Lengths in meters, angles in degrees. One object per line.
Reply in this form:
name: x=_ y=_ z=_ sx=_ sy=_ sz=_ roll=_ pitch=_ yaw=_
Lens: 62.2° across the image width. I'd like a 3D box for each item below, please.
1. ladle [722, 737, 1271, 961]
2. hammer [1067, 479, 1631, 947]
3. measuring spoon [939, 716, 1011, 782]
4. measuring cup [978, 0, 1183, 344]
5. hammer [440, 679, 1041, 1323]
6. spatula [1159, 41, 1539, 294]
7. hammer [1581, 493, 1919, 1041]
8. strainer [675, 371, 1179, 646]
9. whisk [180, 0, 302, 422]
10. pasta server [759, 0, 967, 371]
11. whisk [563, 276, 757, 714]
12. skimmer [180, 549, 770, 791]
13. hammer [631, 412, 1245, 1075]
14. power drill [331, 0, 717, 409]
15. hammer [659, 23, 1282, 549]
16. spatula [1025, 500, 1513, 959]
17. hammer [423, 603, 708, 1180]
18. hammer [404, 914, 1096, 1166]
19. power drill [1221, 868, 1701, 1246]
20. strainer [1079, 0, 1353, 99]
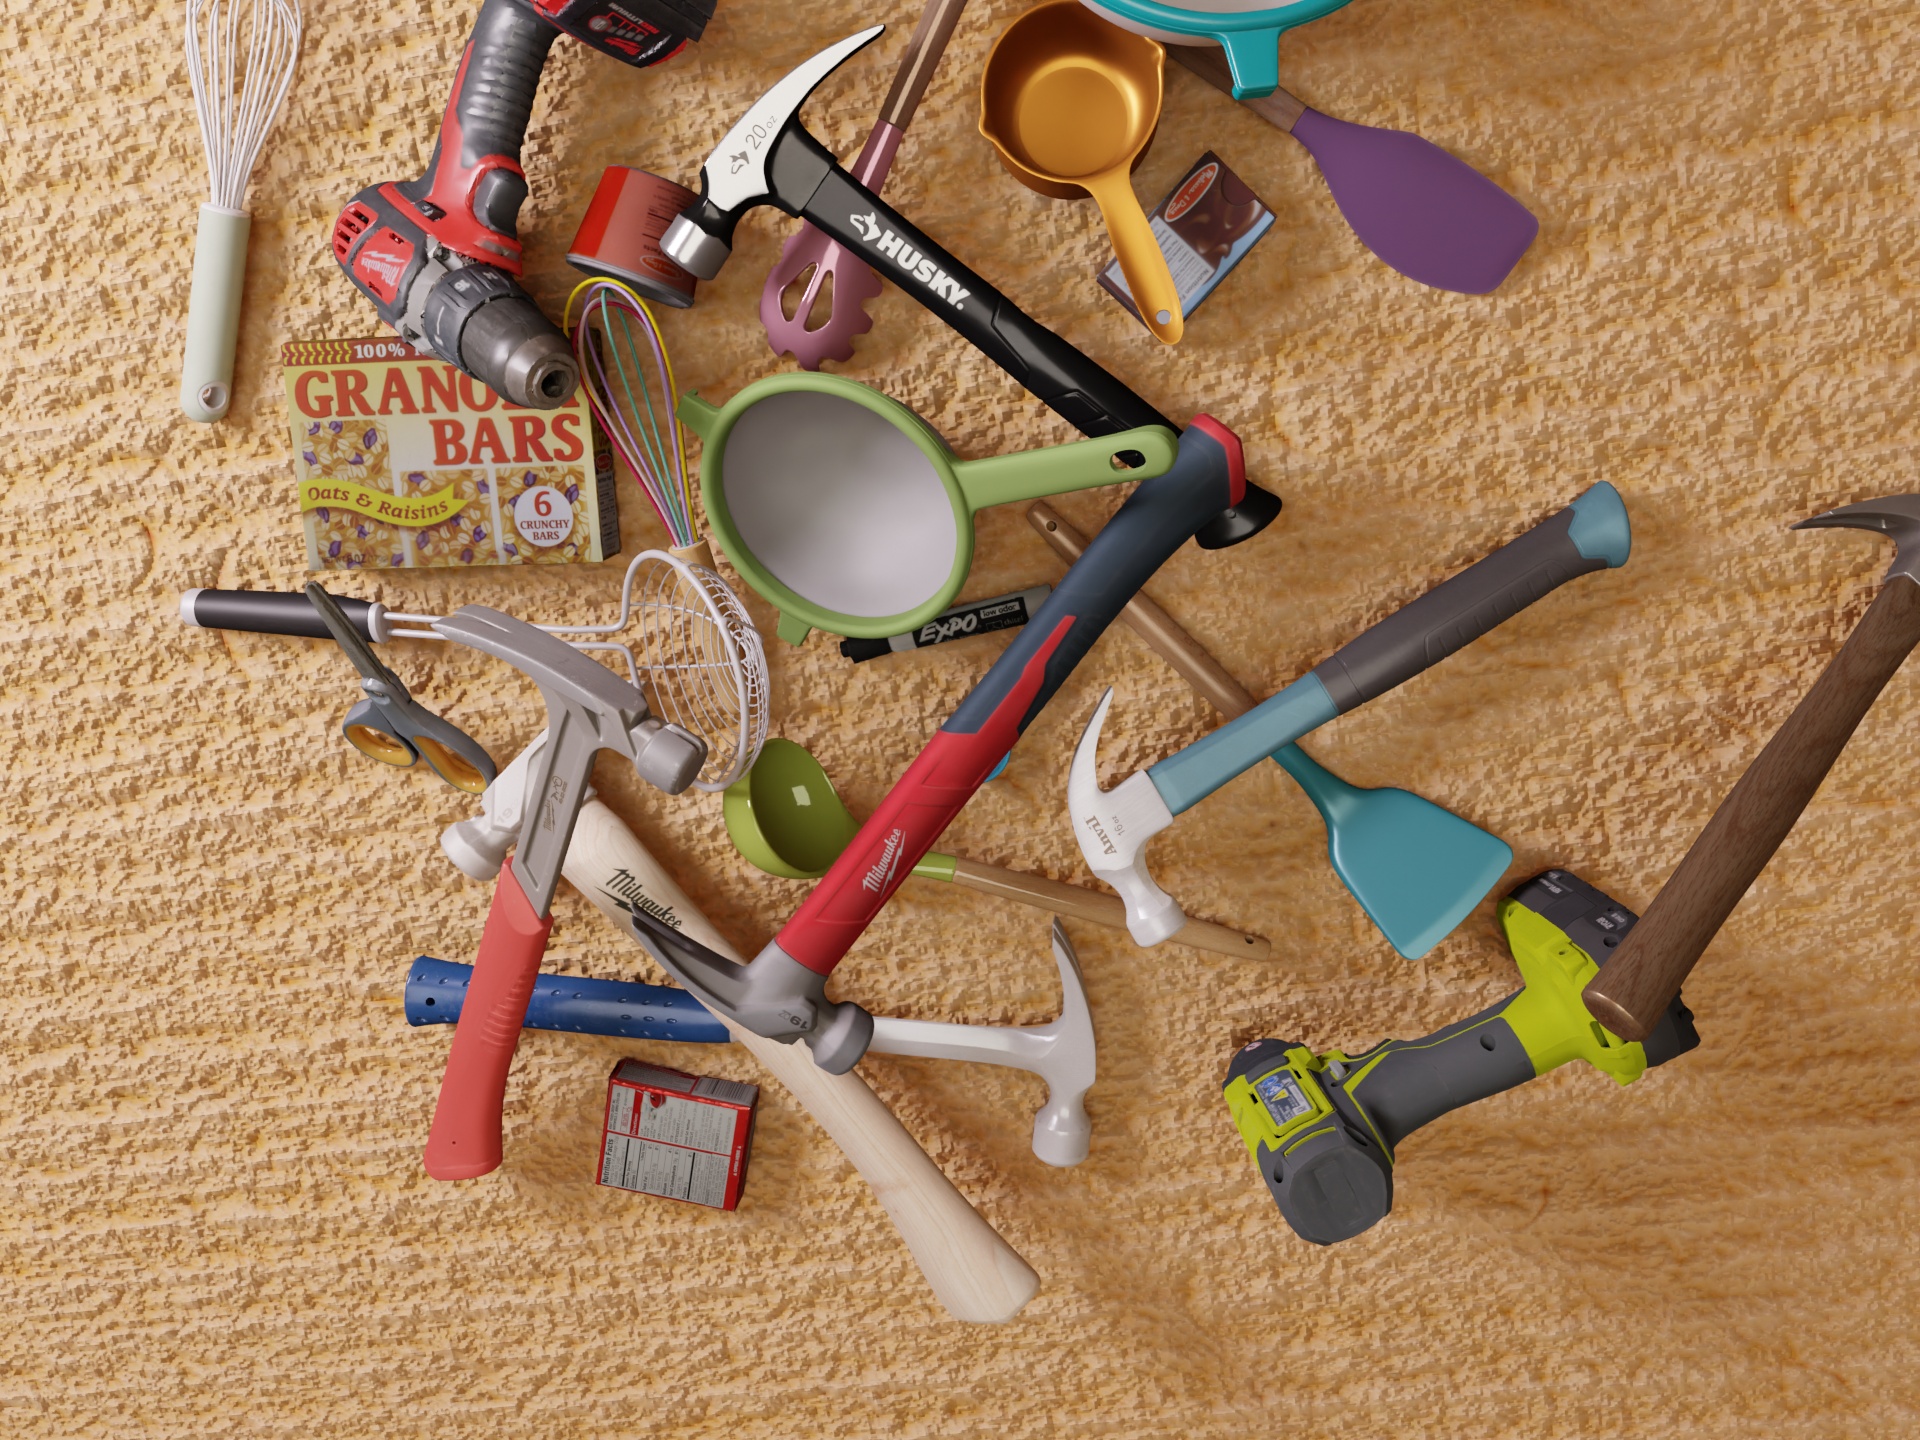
ladle: x=0.025 y=0.082 z=0.875 sx=0.320 sy=0.078 sz=0.062 roll=15 pitch=139 yaw=-7
hammer: x=0.202 y=-0.020 z=0.828 sx=0.331 sy=0.033 sz=0.128 roll=-32 pitch=92 yaw=2
measuring spoon: x=0.036 y=-0.018 z=0.881 sx=0.042 sy=0.021 sz=0.128 roll=42 pitch=95 yaw=-5
measuring cup: x=0.071 y=-0.263 z=0.784 sx=0.095 sy=0.052 sz=0.173 roll=-22 pitch=93 yaw=5
hammer: x=-0.100 y=0.163 z=0.883 sx=0.146 sy=0.038 sz=0.410 roll=-44 pitch=87 yaw=5
spatula: x=0.146 y=-0.312 z=0.794 sx=0.316 sy=0.018 sz=0.059 roll=33 pitch=116 yaw=-4
hammer: x=0.405 y=0.018 z=0.774 sx=0.130 sy=0.031 sz=0.331 roll=42 pitch=76 yaw=0
strainer: x=-0.008 y=-0.126 z=0.799 sx=0.256 sy=0.069 sz=0.151 roll=-6 pitch=123 yaw=27
whisk: x=-0.388 y=-0.278 z=0.840 sx=0.059 sy=0.057 sz=0.246 roll=27 pitch=111 yaw=34
pasta server: x=-0.022 y=-0.322 z=0.793 sx=0.060 sy=0.040 sz=0.316 roll=27 pitch=105 yaw=-2
whisk: x=-0.155 y=-0.114 z=0.846 sx=0.047 sy=0.051 sz=0.244 roll=-19 pitch=114 yaw=-8
skimmer: x=-0.268 y=-0.037 z=0.841 sx=0.363 sy=0.090 sz=0.127 roll=5 pitch=116 yaw=12
hammer: x=-0.001 y=-0.003 z=0.800 sx=0.143 sy=0.038 sz=0.386 roll=36 pitch=97 yaw=-20
power drill: x=-0.208 y=-0.273 z=0.767 sx=0.188 sy=0.080 sz=0.226 roll=41 pitch=108 yaw=33
hammer: x=0.028 y=-0.197 z=0.797 sx=0.334 sy=0.035 sz=0.146 roll=34 pitch=105 yaw=-14
spatula: x=0.155 y=-0.006 z=0.856 sx=0.317 sy=0.044 sz=0.082 roll=43 pitch=93 yaw=-4
hammer: x=-0.249 y=0.115 z=0.860 sx=0.149 sy=0.037 sz=0.359 roll=30 pitch=120 yaw=10
hammer: x=-0.122 y=0.171 z=0.929 sx=0.405 sy=0.035 sz=0.144 roll=5 pitch=105 yaw=4
power drill: x=0.248 y=0.171 z=0.838 sx=0.223 sy=0.171 sz=0.080 roll=-28 pitch=100 yaw=2
strainer: x=0.147 y=-0.443 z=0.734 sx=0.211 sy=0.095 sz=0.340 roll=38 pitch=83 yaw=1
